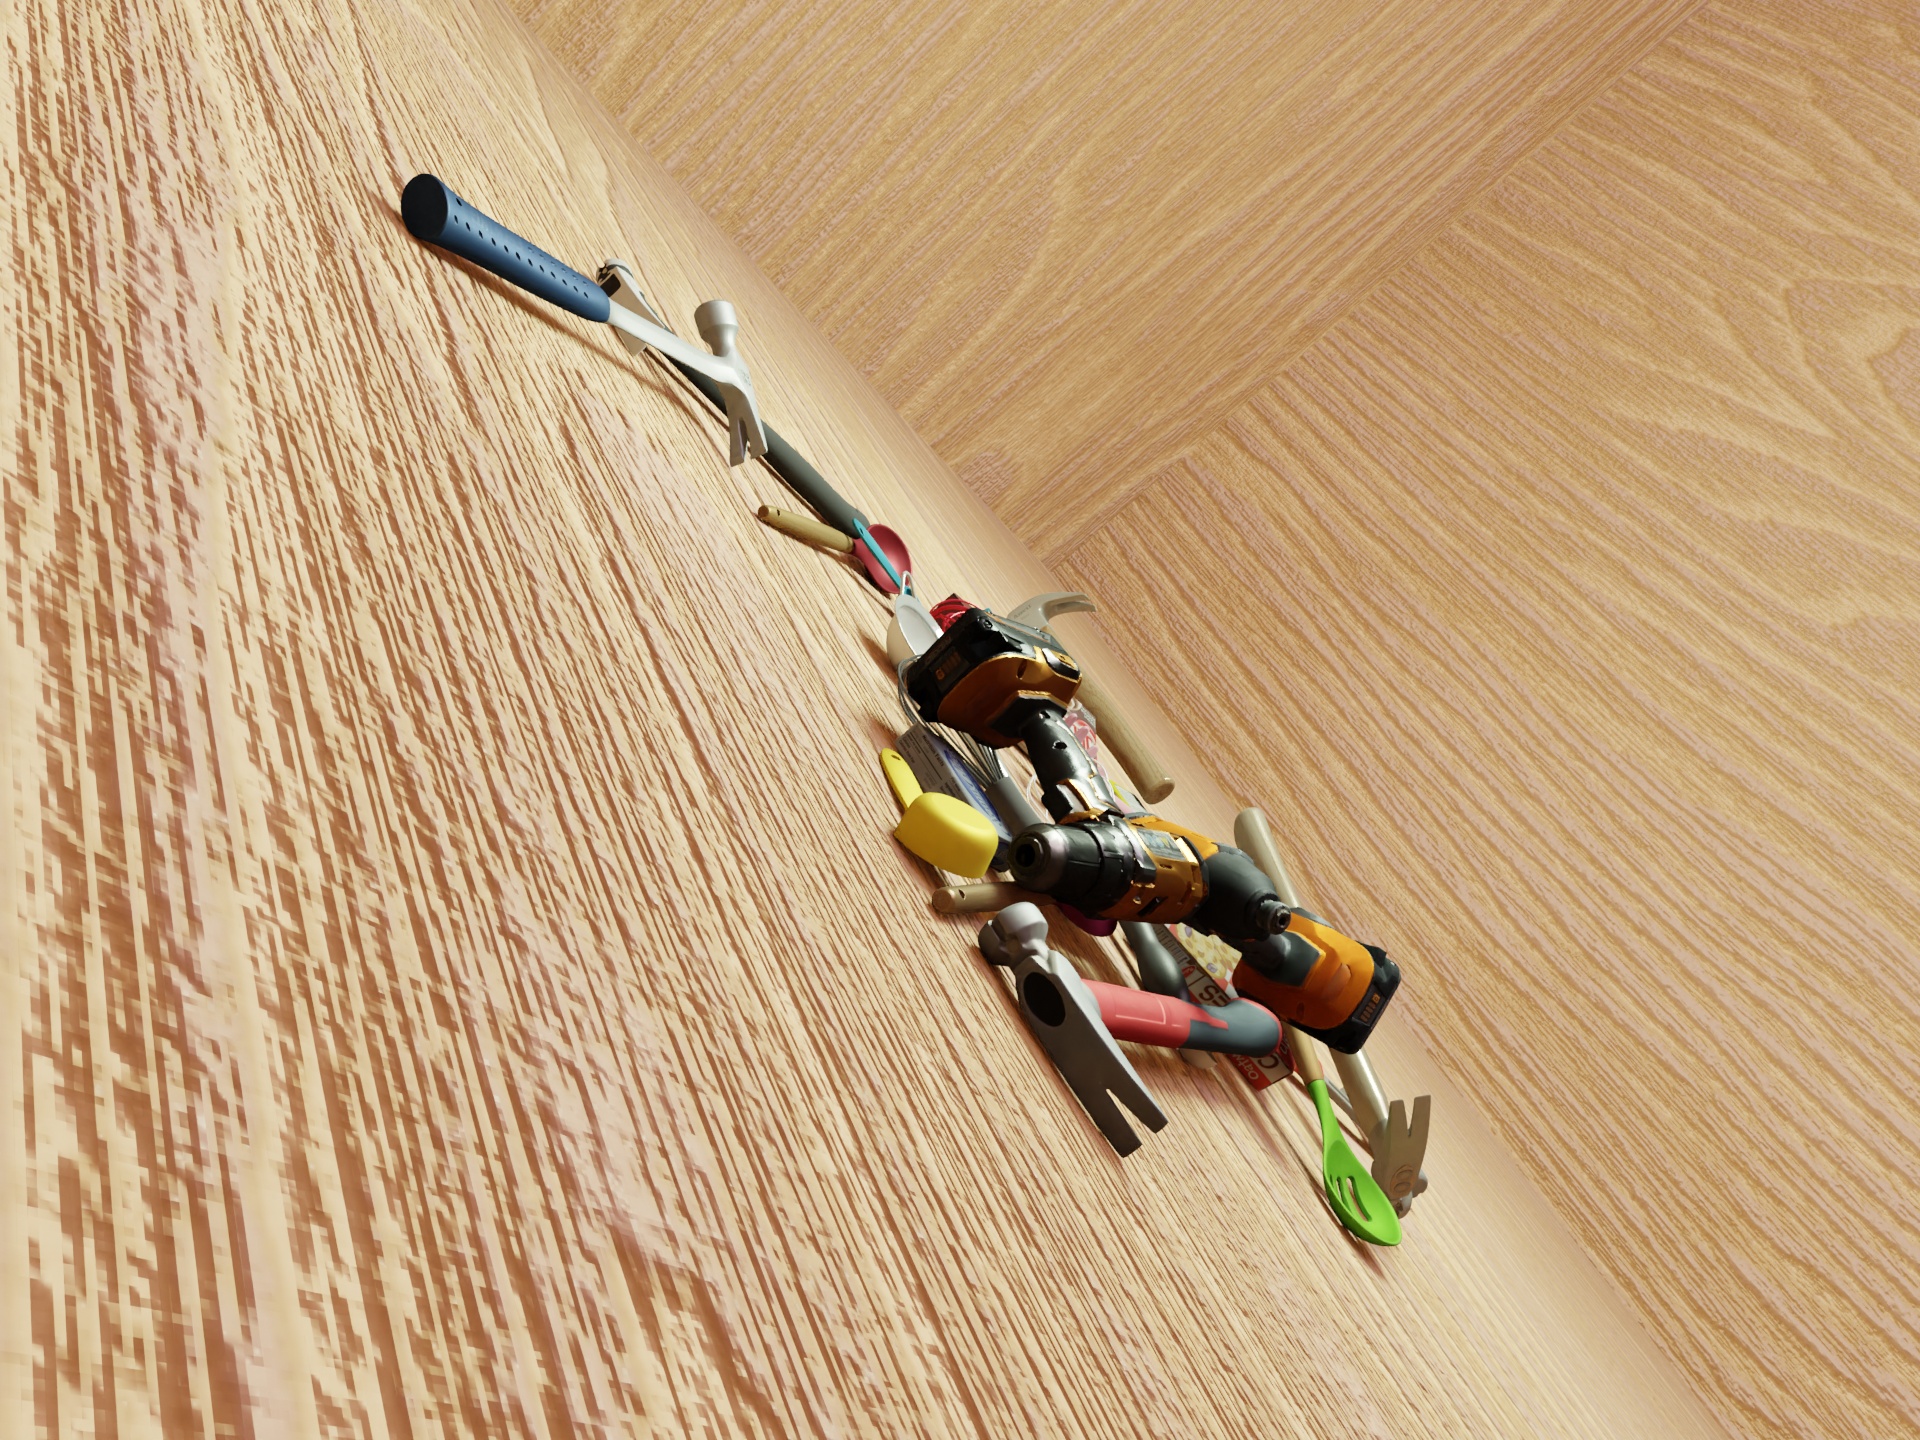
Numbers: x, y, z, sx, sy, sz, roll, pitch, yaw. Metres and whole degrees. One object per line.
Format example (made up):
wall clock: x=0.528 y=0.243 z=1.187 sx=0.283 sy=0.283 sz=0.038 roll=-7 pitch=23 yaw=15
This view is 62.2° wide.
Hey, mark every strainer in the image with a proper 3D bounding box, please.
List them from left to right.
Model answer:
strainer: x=-0.002 y=-0.004 z=1.232 sx=0.259 sy=0.050 sz=0.086 roll=60 pitch=18 yaw=24

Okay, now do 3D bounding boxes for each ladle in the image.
ladle: x=-0.107 y=-0.156 z=1.386 sx=0.315 sy=0.031 sz=0.069 roll=8 pitch=69 yaw=-73

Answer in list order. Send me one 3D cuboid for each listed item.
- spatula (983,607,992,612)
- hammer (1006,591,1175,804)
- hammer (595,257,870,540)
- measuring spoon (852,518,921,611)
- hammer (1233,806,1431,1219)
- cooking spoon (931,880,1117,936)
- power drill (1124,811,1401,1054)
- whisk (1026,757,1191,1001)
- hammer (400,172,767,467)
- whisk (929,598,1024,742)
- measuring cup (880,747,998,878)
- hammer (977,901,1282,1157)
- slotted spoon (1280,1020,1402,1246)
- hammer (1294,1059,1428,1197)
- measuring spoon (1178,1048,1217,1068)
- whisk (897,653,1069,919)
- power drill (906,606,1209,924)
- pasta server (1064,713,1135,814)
spatula: x=0.105 y=0.026 z=1.616 sx=0.317 sy=0.044 sz=0.082 roll=50 pitch=19 yaw=-3
hammer: x=0.135 y=-0.028 z=1.671 sx=0.031 sy=0.130 sz=0.332 roll=46 pitch=7 yaw=-44
hammer: x=-0.193 y=-0.268 z=1.419 sx=0.334 sy=0.035 sz=0.146 roll=43 pitch=10 yaw=-35
measuring spoon: x=-0.069 y=-0.129 z=1.427 sx=0.128 sy=0.021 sz=0.042 roll=54 pitch=19 yaw=-33
hammer: x=0.313 y=0.219 z=1.389 sx=0.411 sy=0.038 sz=0.146 roll=-104 pitch=-172 yaw=-49
cooking spoon: x=0.048 y=0.108 z=0.994 sx=0.069 sy=0.017 sz=0.318 roll=61 pitch=17 yaw=14
power drill: x=0.218 y=0.154 z=1.139 sx=0.226 sy=0.084 sz=0.164 roll=38 pitch=-9 yaw=-34
whisk: x=0.118 y=0.124 z=1.249 sx=0.070 sy=0.070 sz=0.285 roll=42 pitch=17 yaw=-41
hammer: x=-0.250 y=-0.289 z=1.141 sx=0.405 sy=0.035 sz=0.144 roll=11 pitch=61 yaw=-70
whisk: x=0.064 y=0.012 z=1.442 sx=0.295 sy=0.073 sz=0.073 roll=52 pitch=8 yaw=-14
measuring cup: x=-0.019 y=0.043 z=0.943 sx=0.062 sy=0.029 sz=0.157 roll=22 pitch=17 yaw=-25
hammer: x=0.140 y=0.200 z=0.990 sx=0.143 sy=0.038 sz=0.386 roll=55 pitch=15 yaw=27
slotted spoon: x=0.269 y=0.260 z=1.241 sx=0.070 sy=0.031 sz=0.314 roll=20 pitch=43 yaw=-39
hammer: x=0.306 y=0.303 z=1.458 sx=0.358 sy=0.036 sz=0.149 roll=44 pitch=10 yaw=-31
measuring spoon: x=0.171 y=0.238 z=1.155 sx=0.034 sy=0.018 sz=0.124 roll=51 pitch=2 yaw=14
whisk: x=0.028 y=0.048 z=1.147 sx=0.239 sy=0.055 sz=0.055 roll=56 pitch=10 yaw=13
power drill: x=0.052 y=0.033 z=1.029 sx=0.185 sy=0.084 sz=0.226 roll=14 pitch=37 yaw=-54
pasta server: x=0.185 y=0.108 z=1.439 sx=0.316 sy=0.040 sz=0.060 roll=42 pitch=25 yaw=-20
